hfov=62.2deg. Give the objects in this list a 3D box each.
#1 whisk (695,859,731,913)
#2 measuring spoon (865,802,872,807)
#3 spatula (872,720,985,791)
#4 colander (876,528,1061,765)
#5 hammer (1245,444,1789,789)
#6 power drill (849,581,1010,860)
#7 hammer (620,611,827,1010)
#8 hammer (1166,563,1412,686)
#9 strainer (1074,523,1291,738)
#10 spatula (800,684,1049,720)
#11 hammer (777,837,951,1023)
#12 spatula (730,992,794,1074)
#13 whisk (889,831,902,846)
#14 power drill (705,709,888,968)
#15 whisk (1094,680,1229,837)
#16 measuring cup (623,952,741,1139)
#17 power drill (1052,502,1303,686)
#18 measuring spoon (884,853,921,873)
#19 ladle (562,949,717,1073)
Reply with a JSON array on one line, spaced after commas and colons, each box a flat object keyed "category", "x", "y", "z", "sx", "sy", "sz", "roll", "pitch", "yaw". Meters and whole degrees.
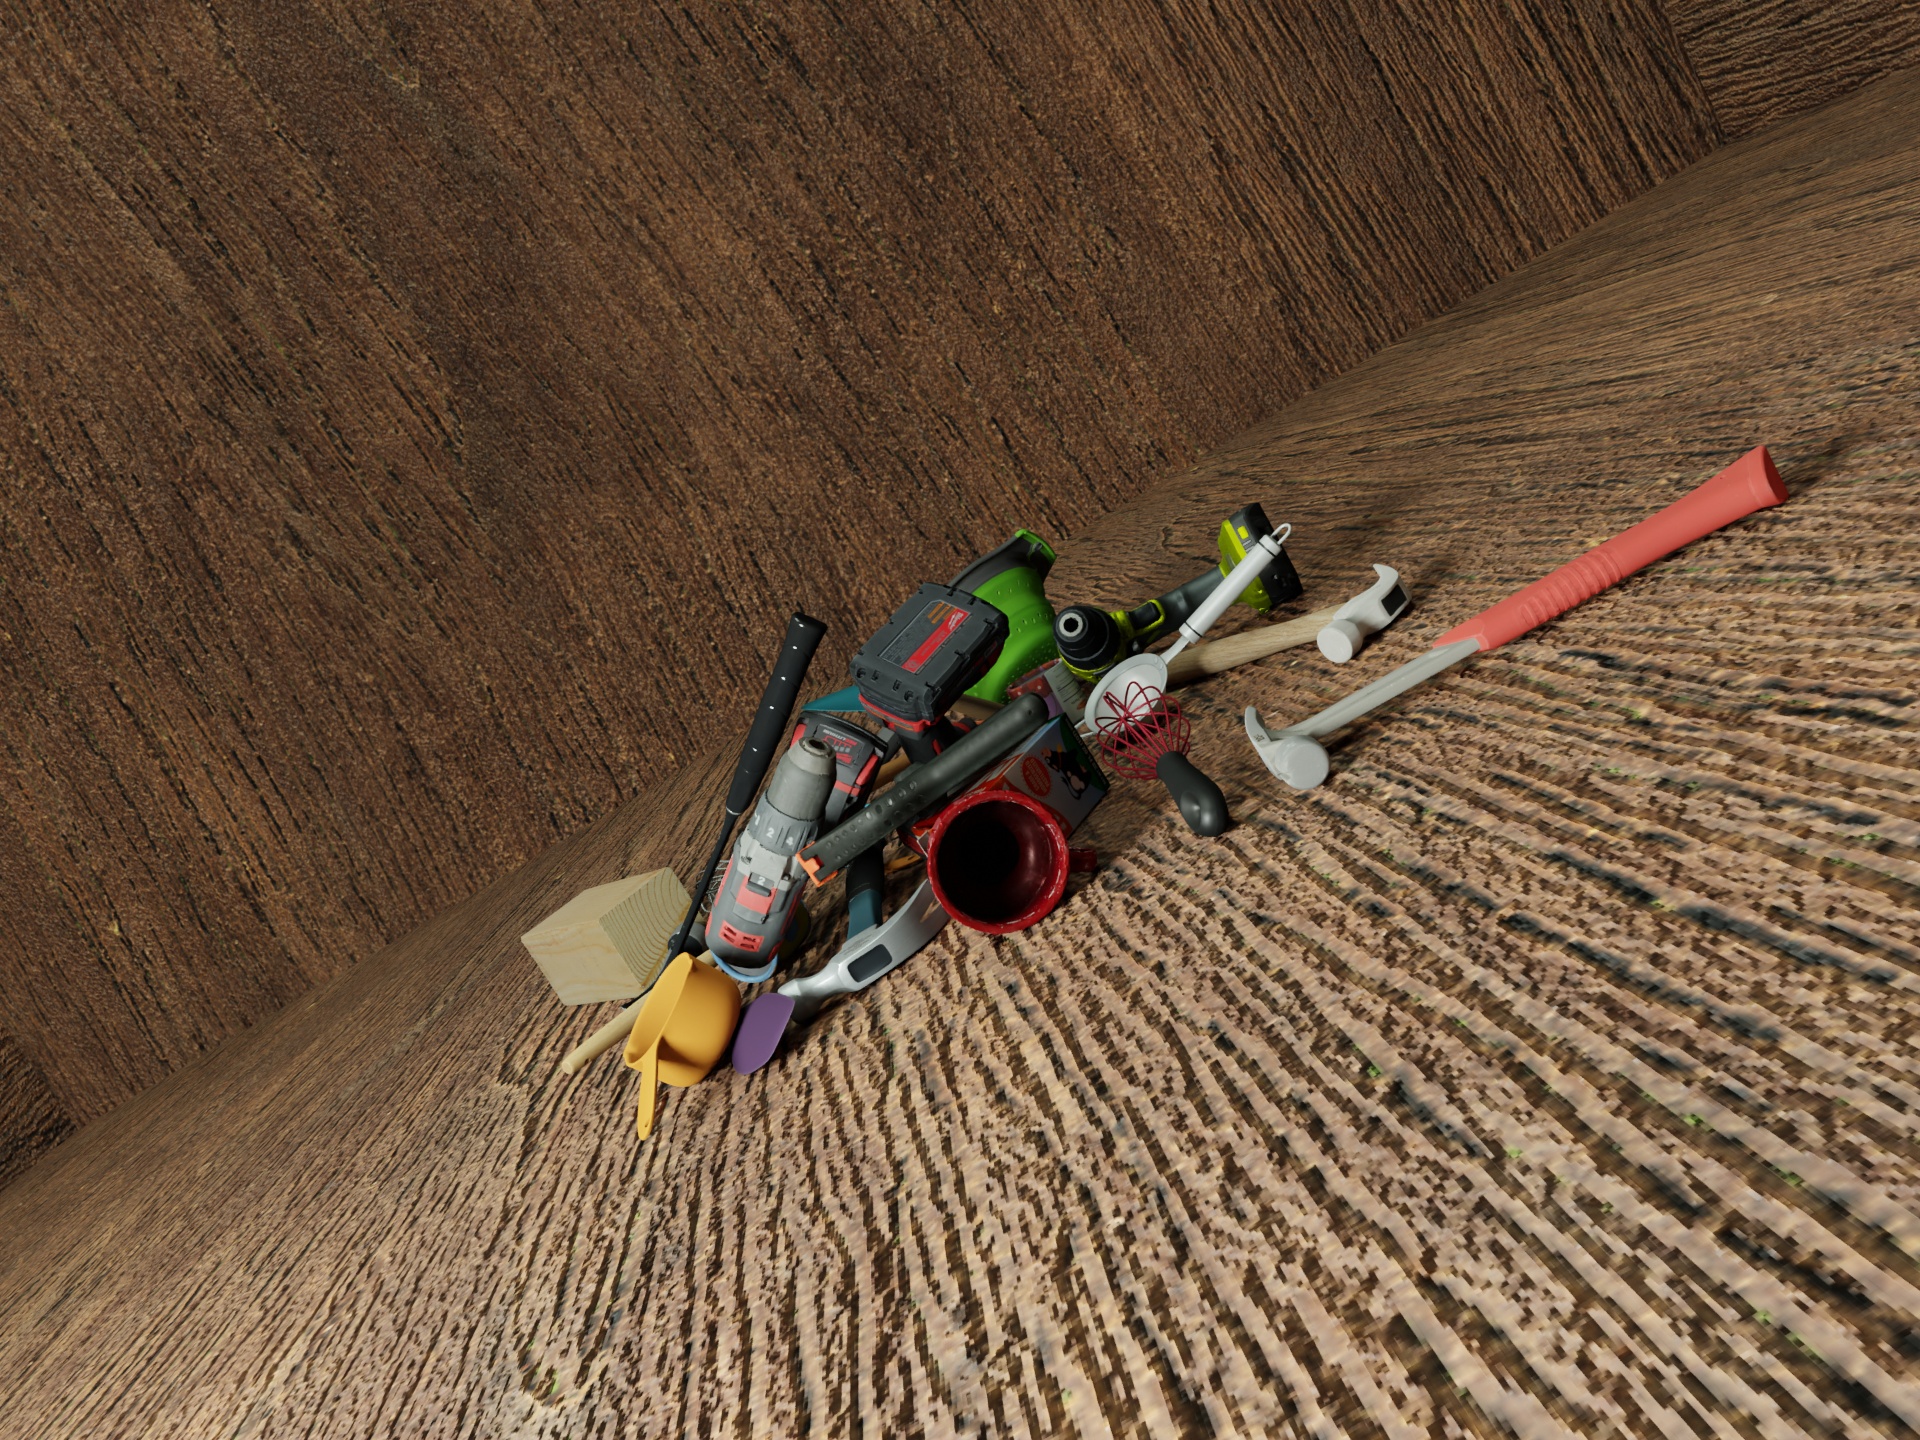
[{"category": "whisk", "x": -0.181, "y": 0.149, "z": 1.579, "sx": 0.246, "sy": 0.057, "sz": 0.059, "roll": -19, "pitch": 49, "yaw": 41}, {"category": "measuring spoon", "x": -0.087, "y": 0.112, "z": 1.559, "sx": 0.042, "sy": 0.021, "sz": 0.129, "roll": -31, "pitch": 18, "yaw": -5}, {"category": "spatula", "x": -0.056, "y": 0.053, "z": 1.450, "sx": 0.322, "sy": 0.041, "sz": 0.081, "roll": -27, "pitch": 2, "yaw": -34}, {"category": "colander", "x": -0.009, "y": -0.007, "z": 1.639, "sx": 0.397, "sy": 0.095, "sz": 0.204, "roll": -52, "pitch": -24, "yaw": 6}, {"category": "hammer", "x": 0.349, "y": -0.067, "z": 1.013, "sx": 0.359, "sy": 0.036, "sz": 0.149, "roll": -30, "pitch": 9, "yaw": 7}, {"category": "power drill", "x": -0.006, "y": 0.003, "z": 1.270, "sx": 0.079, "sy": 0.219, "sz": 0.143, "roll": 26, "pitch": 59, "yaw": 29}, {"category": "hammer", "x": -0.193, "y": 0.082, "z": 1.327, "sx": 0.149, "sy": 0.036, "sz": 0.408, "roll": -63, "pitch": -2, "yaw": -62}, {"category": "hammer", "x": 0.248, "y": -0.065, "z": 1.352, "sx": 0.130, "sy": 0.031, "sz": 0.331, "roll": -37, "pitch": 10, "yaw": -31}, {"category": "strainer", "x": 0.191, "y": -0.066, "z": 1.344, "sx": 0.258, "sy": 0.050, "sz": 0.087, "roll": -48, "pitch": 30, "yaw": 13}, {"category": "spatula", "x": -0.002, "y": -0.004, "z": 1.387, "sx": 0.082, "sy": 0.044, "sz": 0.317, "roll": 1, "pitch": -8, "yaw": 39}, {"category": "hammer", "x": -0.076, "y": 0.141, "z": 1.255, "sx": 0.128, "sy": 0.033, "sz": 0.331, "roll": -31, "pitch": 11, "yaw": 2}, {"category": "spatula", "x": -0.178, "y": 0.225, "z": 1.188, "sx": 0.060, "sy": 0.018, "sz": 0.316, "roll": -65, "pitch": 17, "yaw": -15}, {"category": "whisk", "x": -0.049, "y": 0.085, "z": 1.486, "sx": 0.055, "sy": 0.055, "sz": 0.239, "roll": -31, "pitch": 4, "yaw": -3}, {"category": "power drill", "x": -0.122, "y": 0.067, "z": 1.240, "sx": 0.227, "sy": 0.080, "sz": 0.187, "roll": -66, "pitch": -1, "yaw": -67}, {"category": "whisk", "x": 0.144, "y": 0.028, "z": 1.110, "sx": 0.073, "sy": 0.073, "sz": 0.296, "roll": -31, "pitch": 14, "yaw": 3}, {"category": "measuring cup", "x": -0.189, "y": 0.234, "z": 1.089, "sx": 0.095, "sy": 0.052, "sz": 0.174, "roll": -53, "pitch": 21, "yaw": 19}, {"category": "power drill", "x": 0.194, "y": -0.109, "z": 1.479, "sx": 0.228, "sy": 0.080, "sz": 0.190, "roll": -28, "pitch": -14, "yaw": 11}, {"category": "measuring spoon", "x": -0.068, "y": 0.127, "z": 1.405, "sx": 0.021, "sy": 0.011, "sz": 0.117, "roll": -38, "pitch": 11, "yaw": -37}, {"category": "ladle", "x": -0.218, "y": 0.204, "z": 1.302, "sx": 0.315, "sy": 0.031, "sz": 0.069, "roll": -36, "pitch": -35, "yaw": -56}]
